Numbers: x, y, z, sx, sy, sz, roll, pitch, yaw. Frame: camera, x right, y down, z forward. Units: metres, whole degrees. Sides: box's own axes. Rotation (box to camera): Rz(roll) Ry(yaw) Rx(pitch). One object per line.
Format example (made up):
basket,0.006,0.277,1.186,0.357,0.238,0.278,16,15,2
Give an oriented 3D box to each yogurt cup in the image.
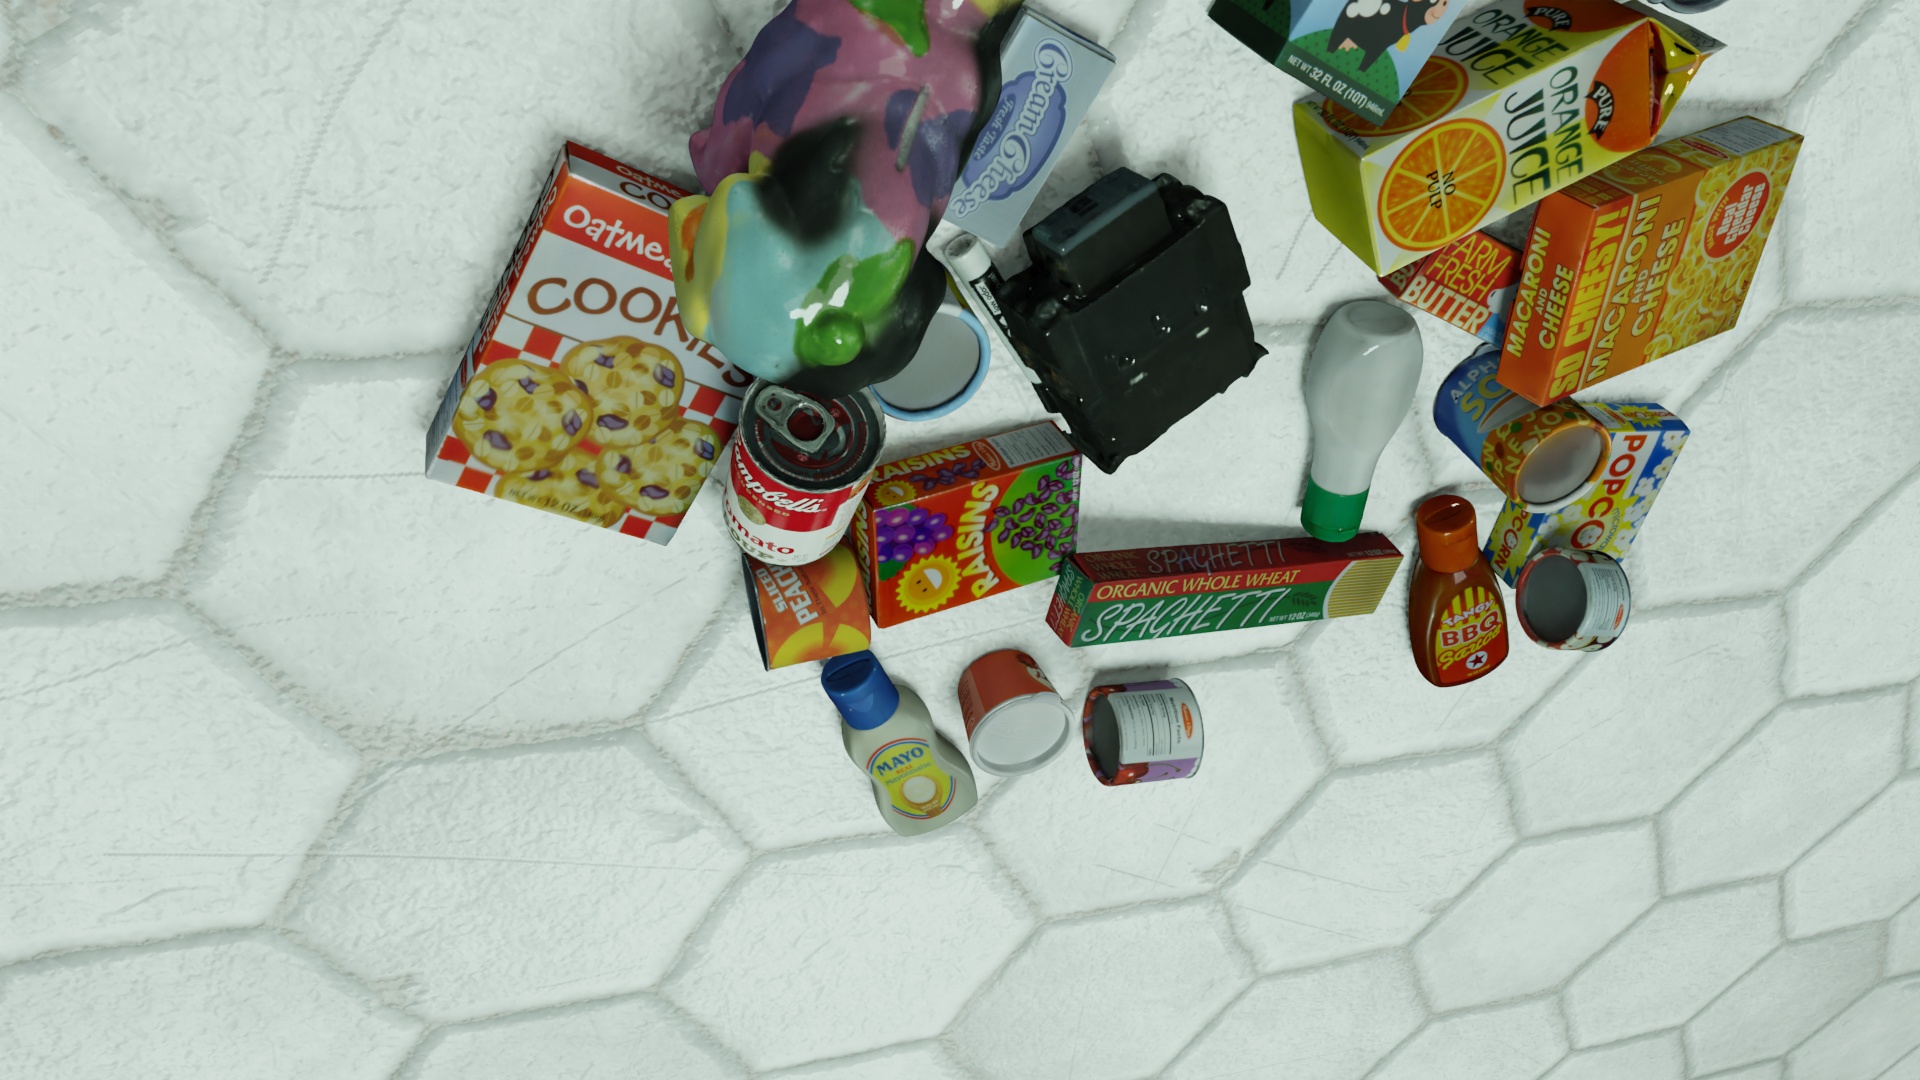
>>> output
yogurt cup,0.031,0.105,0.864,0.072,0.054,0.072,-10,129,-13

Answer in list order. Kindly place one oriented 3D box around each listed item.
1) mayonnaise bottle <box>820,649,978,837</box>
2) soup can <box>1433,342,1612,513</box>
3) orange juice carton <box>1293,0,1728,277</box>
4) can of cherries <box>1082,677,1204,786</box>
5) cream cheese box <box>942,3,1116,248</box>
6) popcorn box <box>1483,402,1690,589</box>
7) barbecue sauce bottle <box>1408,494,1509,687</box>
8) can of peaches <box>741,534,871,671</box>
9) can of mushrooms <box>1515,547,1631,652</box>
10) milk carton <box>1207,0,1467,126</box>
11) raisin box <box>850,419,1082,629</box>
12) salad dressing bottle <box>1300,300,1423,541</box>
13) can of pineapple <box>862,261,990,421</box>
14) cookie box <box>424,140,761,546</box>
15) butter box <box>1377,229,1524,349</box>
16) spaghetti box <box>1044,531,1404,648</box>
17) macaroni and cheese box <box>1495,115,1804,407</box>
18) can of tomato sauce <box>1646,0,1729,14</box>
mayonnaise bottle,-0.041,0.125,0.860,0.065,0.041,0.147,-26,131,2
soup can,0.332,-0.068,0.824,0.071,0.084,0.071,-10,129,-13
orange juice carton,0.273,-0.217,0.693,0.193,0.072,0.072,-26,132,1
can of cherries,0.117,0.126,0.907,0.058,0.072,0.071,-4,127,-18
cream cheese box,0.022,-0.193,0.649,0.053,0.024,0.103,18,118,-31
popcorn box,0.409,-0.029,0.912,0.085,0.038,0.126,-3,127,-18
barbecue sauce bottle,0.330,0.033,0.928,0.065,0.044,0.148,-24,130,0
can of peaches,-0.084,0.032,0.755,0.058,0.071,0.070,-11,129,-13
can of mushrooms,0.389,0.038,0.890,0.033,0.071,0.070,4,125,-22
milk carton,0.199,-0.291,0.607,0.072,0.074,0.189,18,118,-30
raisin box,0.003,-0.010,0.765,0.124,0.040,0.085,-16,132,-19
salad dressing bottle,0.229,-0.066,0.814,0.064,0.044,0.146,-11,130,-15
can of pineapple,-0.024,-0.099,0.682,0.071,0.058,0.070,-11,129,-13
cookie box,-0.160,-0.086,0.653,0.123,0.040,0.166,19,119,-31
butter box,0.290,-0.147,0.785,0.103,0.024,0.053,16,118,-30
spaghetti box,0.166,0.028,0.846,0.251,0.029,0.050,-4,127,-30
macaroni and cheese box,0.384,-0.157,0.781,0.167,0.040,0.123,-21,132,-22
can of tomato sauce,0.324,-0.290,0.648,0.071,0.083,0.070,-10,129,-13
